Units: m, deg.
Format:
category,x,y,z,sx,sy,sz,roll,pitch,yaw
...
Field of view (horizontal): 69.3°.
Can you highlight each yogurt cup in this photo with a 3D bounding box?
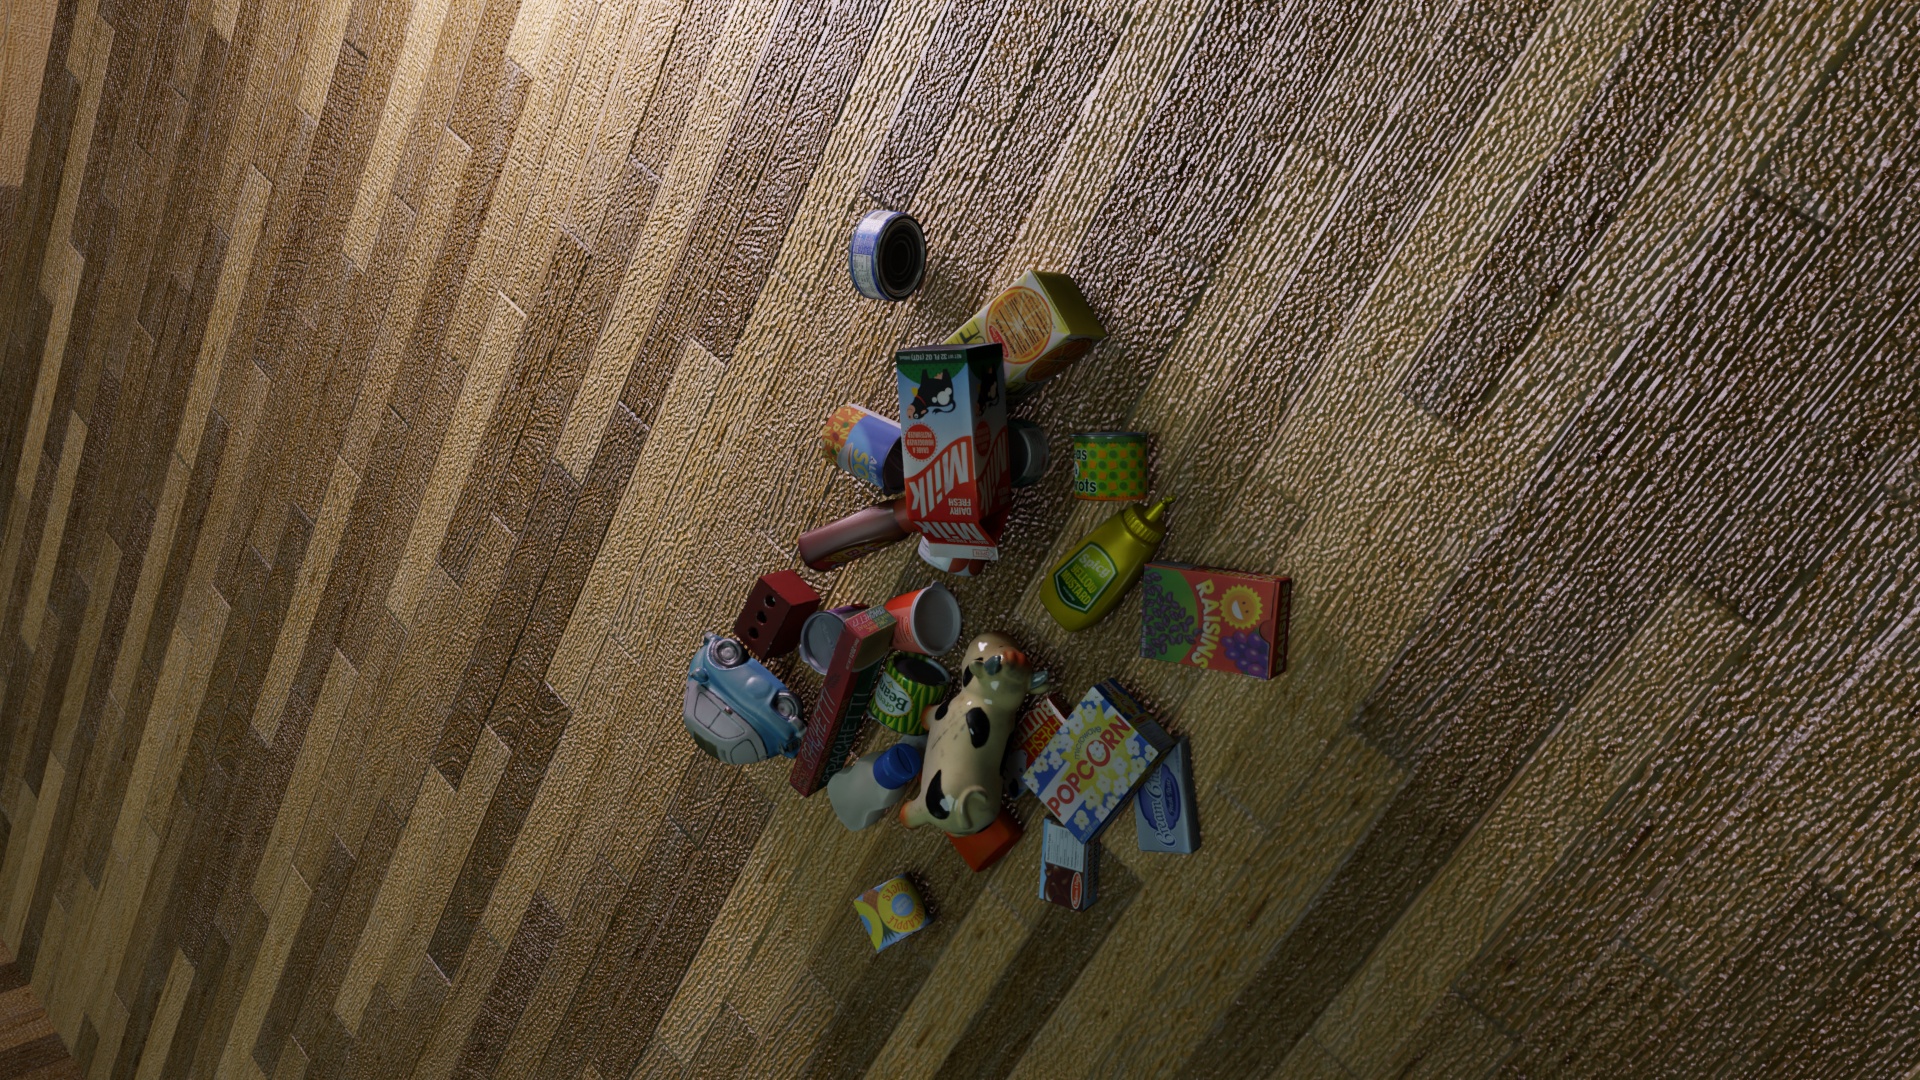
category,x,y,z,sx,sy,sz,roll,pitch,yaw
yogurt cup,-0.041,0.080,1.362,0.054,0.072,0.072,-8,91,43

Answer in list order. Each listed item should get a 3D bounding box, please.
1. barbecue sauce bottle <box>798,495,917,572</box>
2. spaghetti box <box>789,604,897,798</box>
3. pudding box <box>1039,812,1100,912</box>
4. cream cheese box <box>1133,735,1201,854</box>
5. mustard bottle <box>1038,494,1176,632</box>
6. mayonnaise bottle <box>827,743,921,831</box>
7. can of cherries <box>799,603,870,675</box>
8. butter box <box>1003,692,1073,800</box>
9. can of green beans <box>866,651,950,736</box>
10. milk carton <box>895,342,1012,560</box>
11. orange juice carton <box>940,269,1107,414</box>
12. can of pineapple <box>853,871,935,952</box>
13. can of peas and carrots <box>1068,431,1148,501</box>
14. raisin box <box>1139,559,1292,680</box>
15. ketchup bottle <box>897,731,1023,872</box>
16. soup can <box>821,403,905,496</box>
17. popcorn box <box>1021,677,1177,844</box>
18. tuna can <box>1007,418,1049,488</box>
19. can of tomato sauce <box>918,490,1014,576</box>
category,x,y,z,sx,sy,sz,roll,pitch,yaw
barbecue sauce bottle,-0.086,-0.012,1.385,0.148,0.065,0.044,-22,78,25
spaghetti box,-0.120,0.166,1.394,0.029,0.050,0.248,42,132,24
pudding box,0.103,0.301,1.308,0.049,0.030,0.083,8,100,32
cream cheese box,0.183,0.228,1.248,0.053,0.024,0.103,-5,92,36
mustard bottle,0.137,0.013,1.241,0.065,0.049,0.159,49,119,18
mayonnaise bottle,-0.085,0.243,1.393,0.065,0.041,0.147,61,144,12
can of cherries,-0.122,0.101,1.421,0.071,0.058,0.071,5,99,33
butter box,0.072,0.196,1.320,0.053,0.024,0.103,51,120,18
can of green beans,-0.050,0.151,1.373,0.071,0.071,0.057,34,113,27
milk carton,-0.003,-0.077,1.228,0.072,0.074,0.190,3,103,27
orange juice carton,0.032,-0.163,1.279,0.192,0.072,0.073,-36,75,31
can of pineapple,-0.067,0.376,1.408,0.070,0.071,0.058,-37,75,32
can of peas and carrots,0.131,-0.066,1.224,0.071,0.071,0.058,3,98,34
raisin box,0.219,0.066,1.197,0.123,0.040,0.086,8,99,33
ketchup bottle,-0.006,0.250,1.367,0.149,0.043,0.064,50,116,20
soup can,-0.087,-0.089,1.370,0.084,0.071,0.071,25,109,30
popcorn box,0.123,0.199,1.247,0.085,0.038,0.126,46,118,23
tuna can,0.045,-0.081,1.303,0.071,0.033,0.071,4,98,33
can of tomato sauce,0.005,-0.017,1.319,0.071,0.071,0.082,31,112,28
